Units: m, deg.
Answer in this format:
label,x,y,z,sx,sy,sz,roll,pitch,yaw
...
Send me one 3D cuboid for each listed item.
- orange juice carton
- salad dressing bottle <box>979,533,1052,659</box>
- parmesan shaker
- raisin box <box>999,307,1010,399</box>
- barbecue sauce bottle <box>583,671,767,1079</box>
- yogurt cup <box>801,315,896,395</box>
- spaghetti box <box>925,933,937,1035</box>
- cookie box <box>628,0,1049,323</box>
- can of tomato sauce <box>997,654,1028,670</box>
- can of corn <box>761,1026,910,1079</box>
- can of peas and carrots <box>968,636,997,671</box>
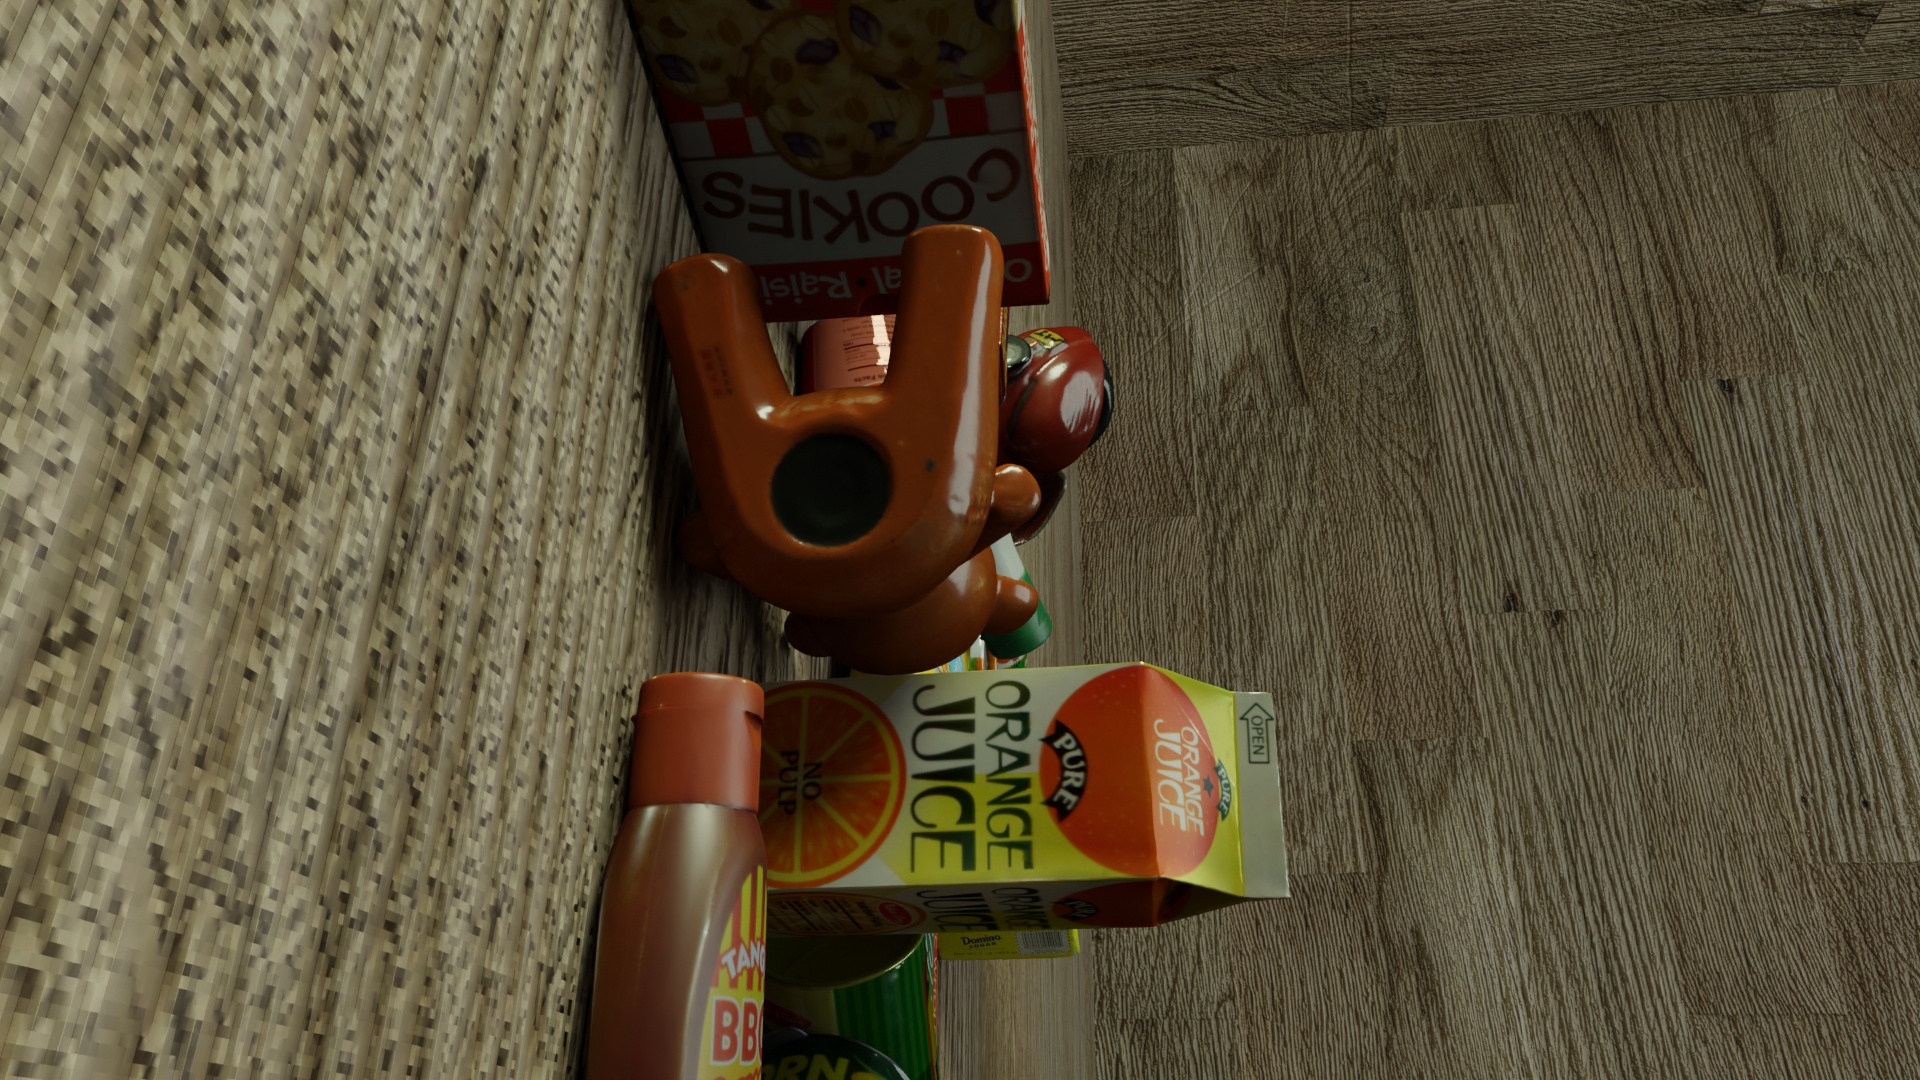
label,x,y,z,sx,sy,sz,roll,pitch,yaw
orange juice carton,0.011,0.089,0.469,0.072,0.193,0.072,74,14,-62
salad dressing bottle,0.003,-0.009,0.706,0.147,0.044,0.064,64,24,-21
parmesan shaker,-0.043,0.188,0.517,0.071,0.071,0.102,-71,157,-70
raisin box,-0.017,-0.126,0.744,0.124,0.086,0.039,-85,174,-45
barbecue sauce bottle,-0.076,0.112,0.381,0.064,0.044,0.149,66,22,-67
yogurt cup,-0.042,-0.070,0.631,0.072,0.072,0.054,58,22,-74
spaghetti box,-0.030,0.269,0.698,0.050,0.029,0.251,72,17,-62
cookie box,-0.038,-0.153,0.472,0.040,0.123,0.166,-84,168,-45
can of tomato sauce,0.015,0.086,0.946,0.071,0.071,0.082,-74,159,-67
can of corn,-0.050,0.205,0.454,0.058,0.071,0.071,-70,156,-70
can of peas and carrots,-0.011,0.077,0.805,0.071,0.059,0.071,-5,92,-82
